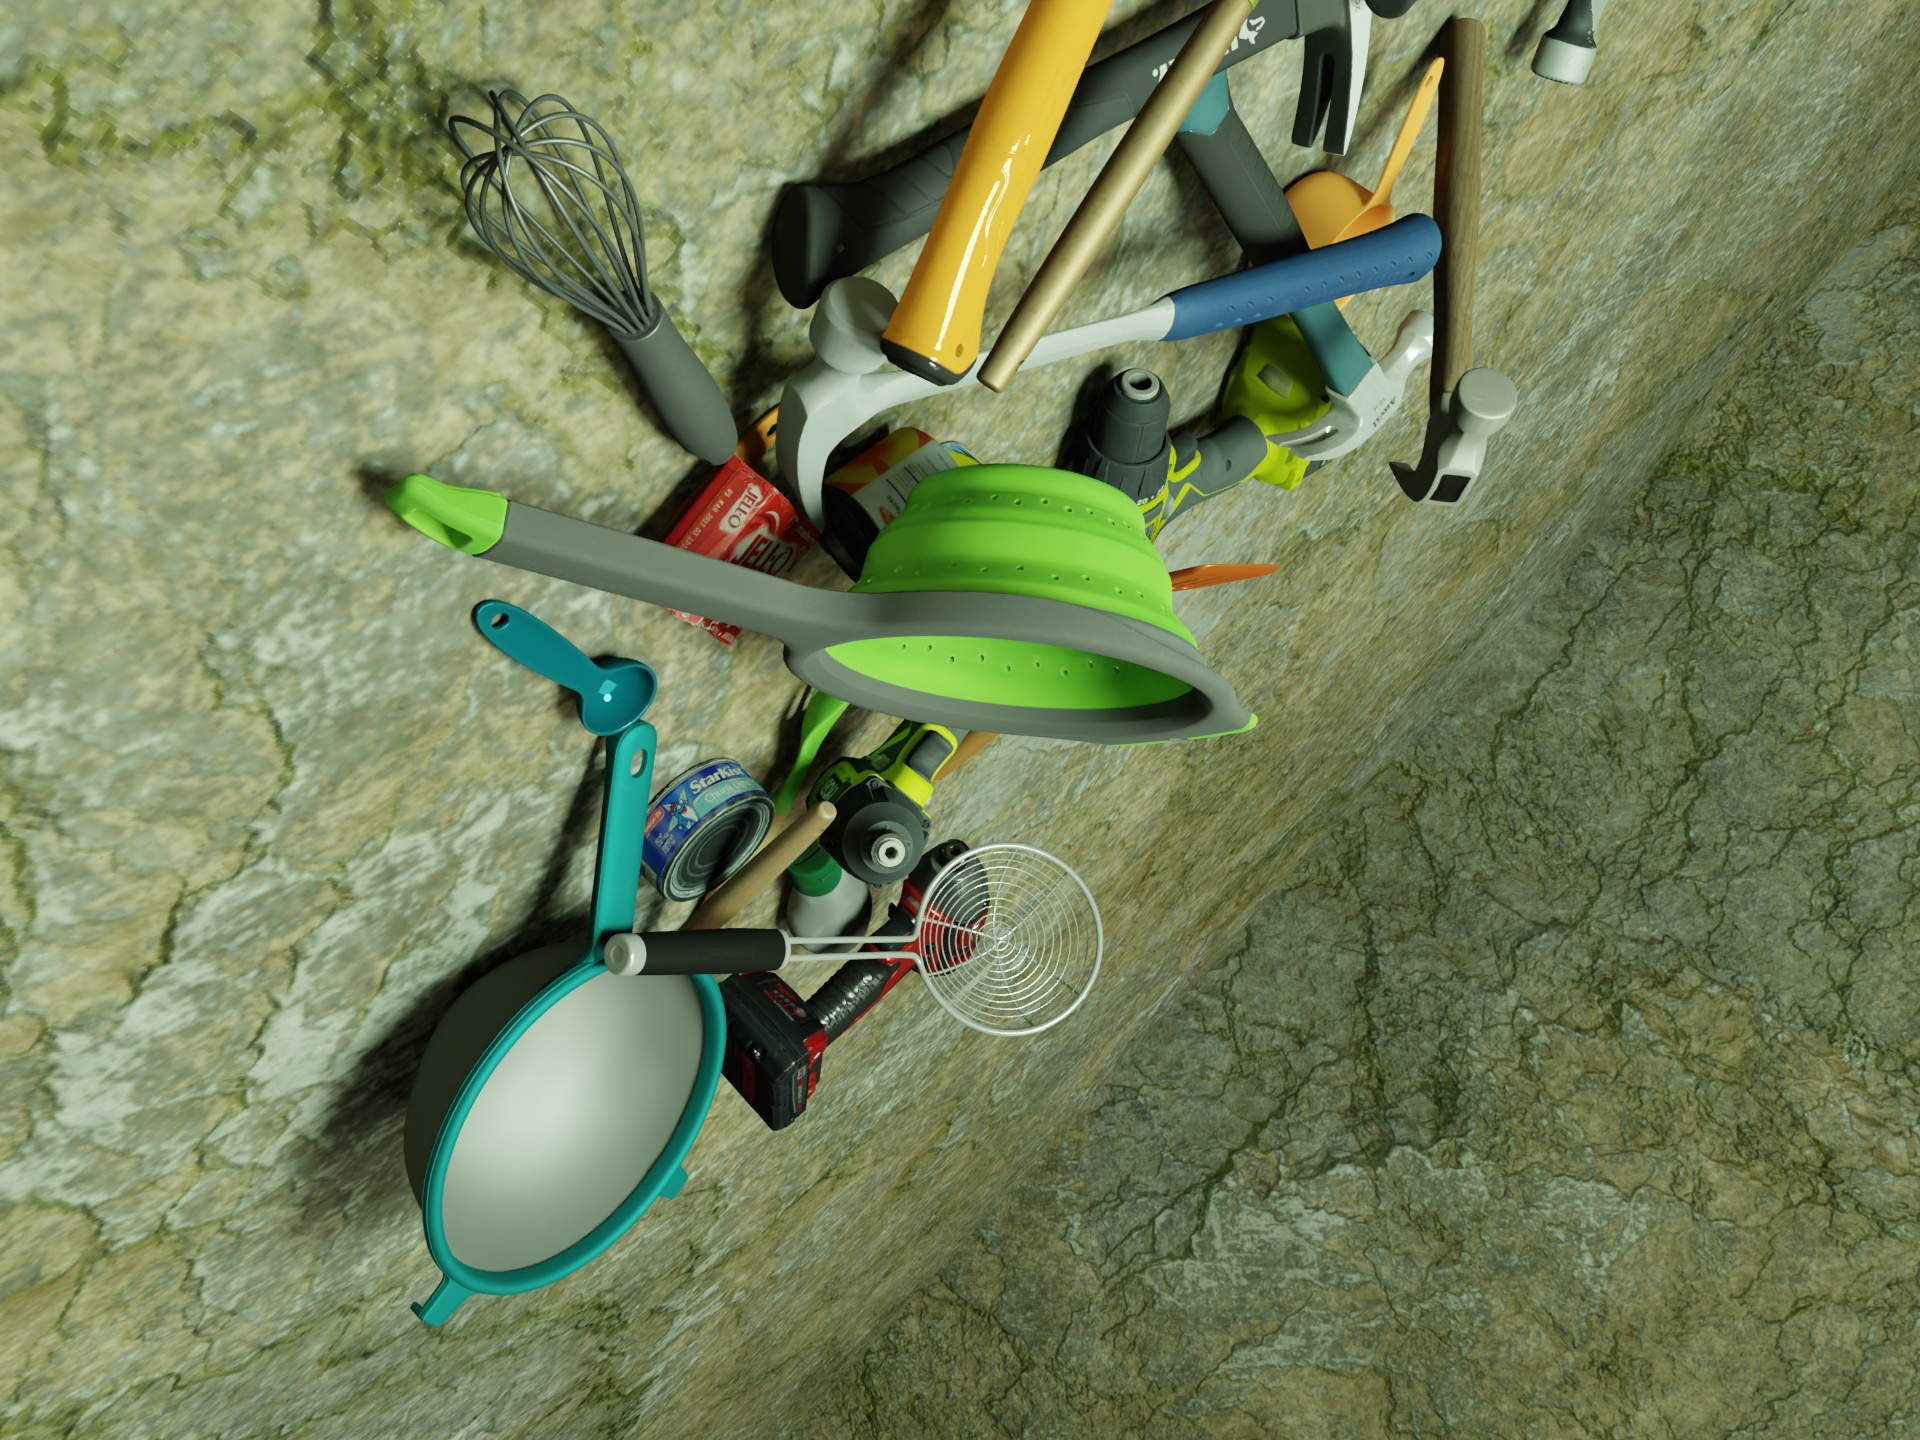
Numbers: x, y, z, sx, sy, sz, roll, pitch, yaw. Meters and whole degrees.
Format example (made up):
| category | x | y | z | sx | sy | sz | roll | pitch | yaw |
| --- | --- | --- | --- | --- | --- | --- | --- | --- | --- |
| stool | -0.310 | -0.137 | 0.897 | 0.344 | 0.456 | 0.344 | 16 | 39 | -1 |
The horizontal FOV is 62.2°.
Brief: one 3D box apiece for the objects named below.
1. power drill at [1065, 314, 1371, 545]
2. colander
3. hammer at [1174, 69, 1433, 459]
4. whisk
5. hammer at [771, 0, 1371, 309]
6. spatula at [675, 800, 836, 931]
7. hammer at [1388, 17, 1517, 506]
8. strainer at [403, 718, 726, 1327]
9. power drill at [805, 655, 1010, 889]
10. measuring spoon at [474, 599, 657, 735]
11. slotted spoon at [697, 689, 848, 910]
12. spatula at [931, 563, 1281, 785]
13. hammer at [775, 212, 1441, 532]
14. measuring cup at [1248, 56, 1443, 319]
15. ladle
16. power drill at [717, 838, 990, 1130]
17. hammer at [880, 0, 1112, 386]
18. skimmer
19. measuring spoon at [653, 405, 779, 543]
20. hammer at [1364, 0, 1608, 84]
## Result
| category | x | y | z | sx | sy | sz | roll | pitch | yaw |
| --- | --- | --- | --- | --- | --- | --- | --- | --- | --- |
| power drill | 0.155 | -0.182 | 1.023 | 0.228 | 0.080 | 0.190 | -34 | 156 | -25 |
| colander | -0.039 | -0.074 | 0.682 | 0.396 | 0.204 | 0.094 | 14 | 76 | -35 |
| hammer | 0.185 | -0.254 | 0.891 | 0.128 | 0.033 | 0.330 | -52 | 143 | 2 |
| whisk | -0.124 | -0.150 | 0.588 | 0.055 | 0.055 | 0.238 | -45 | 164 | -6 |
| hammer | 0.059 | -0.266 | 0.698 | 0.335 | 0.035 | 0.146 | -35 | 133 | -20 |
| spatula | -0.156 | 0.138 | 0.966 | 0.082 | 0.044 | 0.317 | -6 | 153 | -43 |
| hammer | 0.281 | -0.268 | 0.905 | 0.130 | 0.031 | 0.331 | 94 | 5 | -65 |
| strainer | -0.226 | 0.146 | 0.878 | 0.211 | 0.095 | 0.340 | -15 | 121 | -53 |
| power drill | -0.001 | -0.003 | 0.941 | 0.223 | 0.080 | 0.171 | -52 | -167 | -2 |
| measuring spoon | -0.184 | -0.030 | 0.727 | 0.042 | 0.021 | 0.128 | -48 | 150 | -1 |
| slotted spoon | -0.127 | 0.073 | 0.996 | 0.313 | 0.031 | 0.070 | -57 | 175 | 28 |
| spatula | 0.071 | -0.029 | 1.055 | 0.081 | 0.041 | 0.322 | -5 | 153 | -45 |
| hammer | 0.086 | -0.191 | 0.777 | 0.405 | 0.035 | 0.144 | -22 | 162 | -31 |
| measuring cup | 0.230 | -0.322 | 0.951 | 0.095 | 0.052 | 0.173 | -28 | 150 | -41 |
| ladle | 0.088 | -0.278 | 0.650 | 0.320 | 0.062 | 0.078 | -57 | 175 | 2 |
| power drill | -0.068 | 0.170 | 1.099 | 0.220 | 0.079 | 0.143 | -36 | 157 | -28 |
| hammer | 0.048 | -0.285 | 0.582 | 0.127 | 0.034 | 0.337 | 6 | 110 | -65 |
| skimmer | -0.046 | 0.132 | 0.948 | 0.090 | 0.127 | 0.363 | -12 | 168 | 35 |
| measuring spoon | -0.115 | -0.100 | 0.731 | 0.117 | 0.011 | 0.021 | -48 | 159 | 1 |
| hammer | 0.302 | -0.413 | 0.857 | 0.409 | 0.036 | 0.149 | -33 | 145 | -50 |
